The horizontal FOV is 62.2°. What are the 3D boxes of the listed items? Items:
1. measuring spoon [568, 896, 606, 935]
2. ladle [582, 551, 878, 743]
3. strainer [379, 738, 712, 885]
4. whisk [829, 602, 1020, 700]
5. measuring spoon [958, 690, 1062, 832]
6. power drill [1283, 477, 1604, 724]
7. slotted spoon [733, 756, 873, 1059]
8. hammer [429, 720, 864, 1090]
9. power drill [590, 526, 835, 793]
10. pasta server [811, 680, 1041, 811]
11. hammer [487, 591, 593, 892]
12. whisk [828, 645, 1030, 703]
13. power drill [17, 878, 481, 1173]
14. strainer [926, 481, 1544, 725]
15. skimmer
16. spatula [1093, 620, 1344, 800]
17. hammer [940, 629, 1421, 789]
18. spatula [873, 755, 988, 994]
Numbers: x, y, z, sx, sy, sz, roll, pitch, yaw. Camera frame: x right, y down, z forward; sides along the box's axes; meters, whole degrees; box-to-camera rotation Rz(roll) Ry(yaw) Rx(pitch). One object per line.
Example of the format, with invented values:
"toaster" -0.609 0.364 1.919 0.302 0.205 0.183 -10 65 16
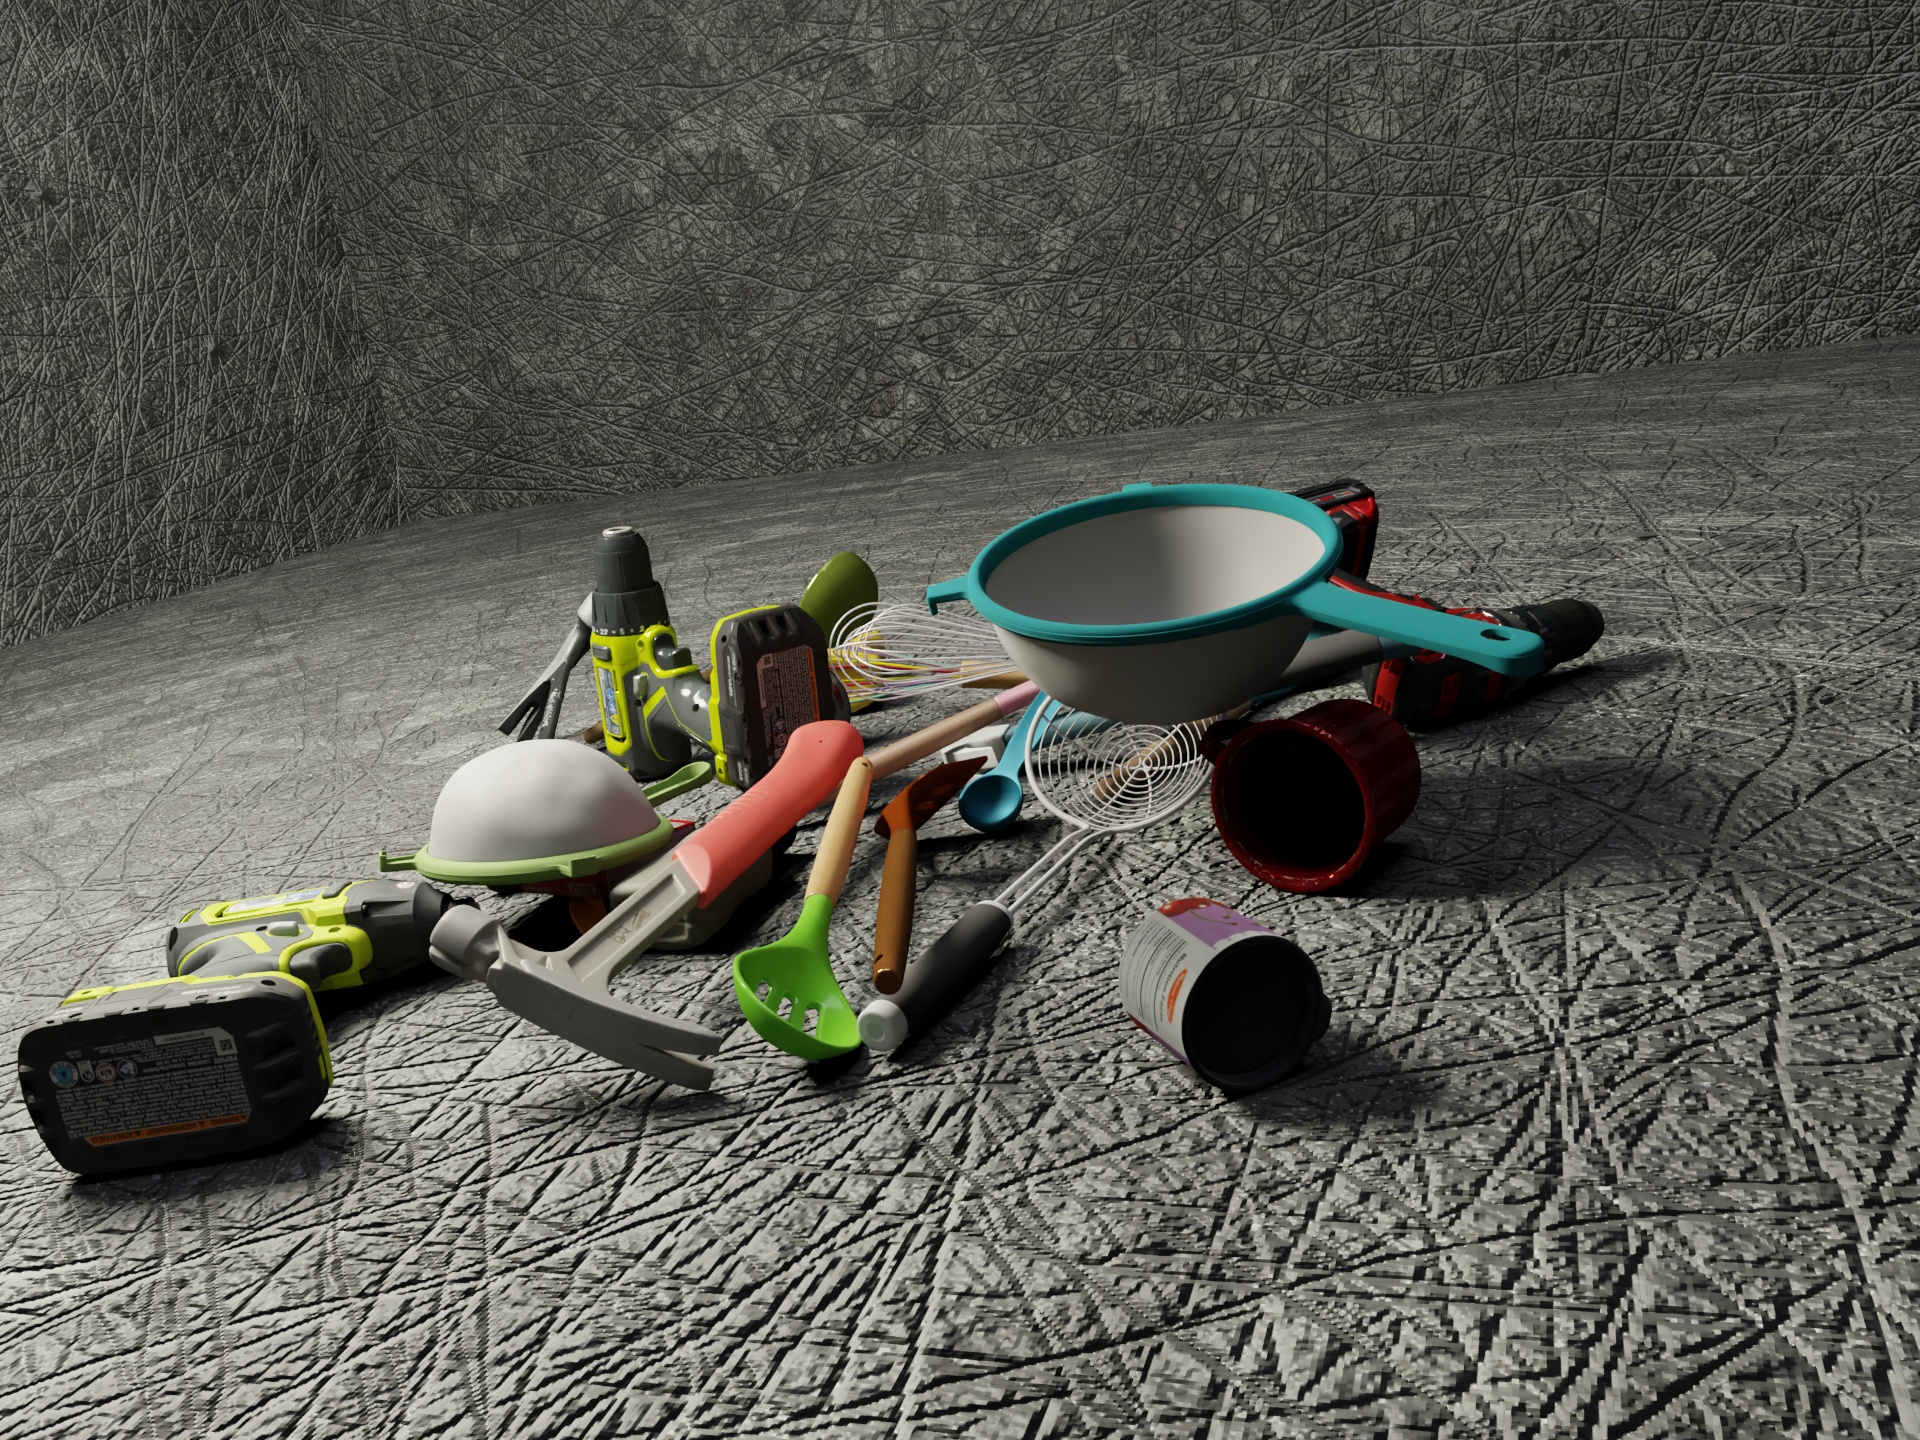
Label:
"measuring spoon" -0.219 0.121 0.941 0.021 0.011 0.117 -8 11 -16
"ladle" -0.193 -0.048 1.260 0.320 0.062 0.078 -22 3 31
"strainer" -0.230 0.037 0.996 0.151 0.069 0.256 -1 11 23
"whisk" 0.049 -0.047 1.126 0.284 0.070 0.070 0 14 -10
"measuring spoon" 0.041 0.023 1.015 0.042 0.021 0.129 12 55 31
"power drill" 0.321 -0.088 1.133 0.188 0.080 0.227 -16 39 -24
"slotted spoon" -0.070 0.088 0.848 0.070 0.031 0.314 32 21 -9
"hammer" -0.125 0.076 0.881 0.149 0.036 0.359 21 24 12
"power drill" -0.196 -0.040 1.168 0.080 0.190 0.229 -19 22 -40
"pasta server" -0.002 -0.003 1.070 0.316 0.040 0.060 -26 24 -6
"hammer" -0.321 0.023 1.209 0.149 0.036 0.409 -51 20 13
"whisk" -0.021 -0.035 1.270 0.245 0.051 0.047 2 -7 1
"power drill" -0.360 0.141 0.831 0.171 0.080 0.223 -9 13 2
"strainer" 0.158 -0.041 0.871 0.211 0.095 0.341 -30 34 -34
"skimmer" 0.041 0.055 0.861 0.127 0.090 0.363 5 21 27
"spatula" 0.181 -0.015 1.114 0.082 0.044 0.317 1 20 39
"hammer" 0.139 -0.015 1.059 0.331 0.033 0.128 -16 14 20
"spatula" -0.024 0.077 0.837 0.081 0.041 0.323 -44 10 11
